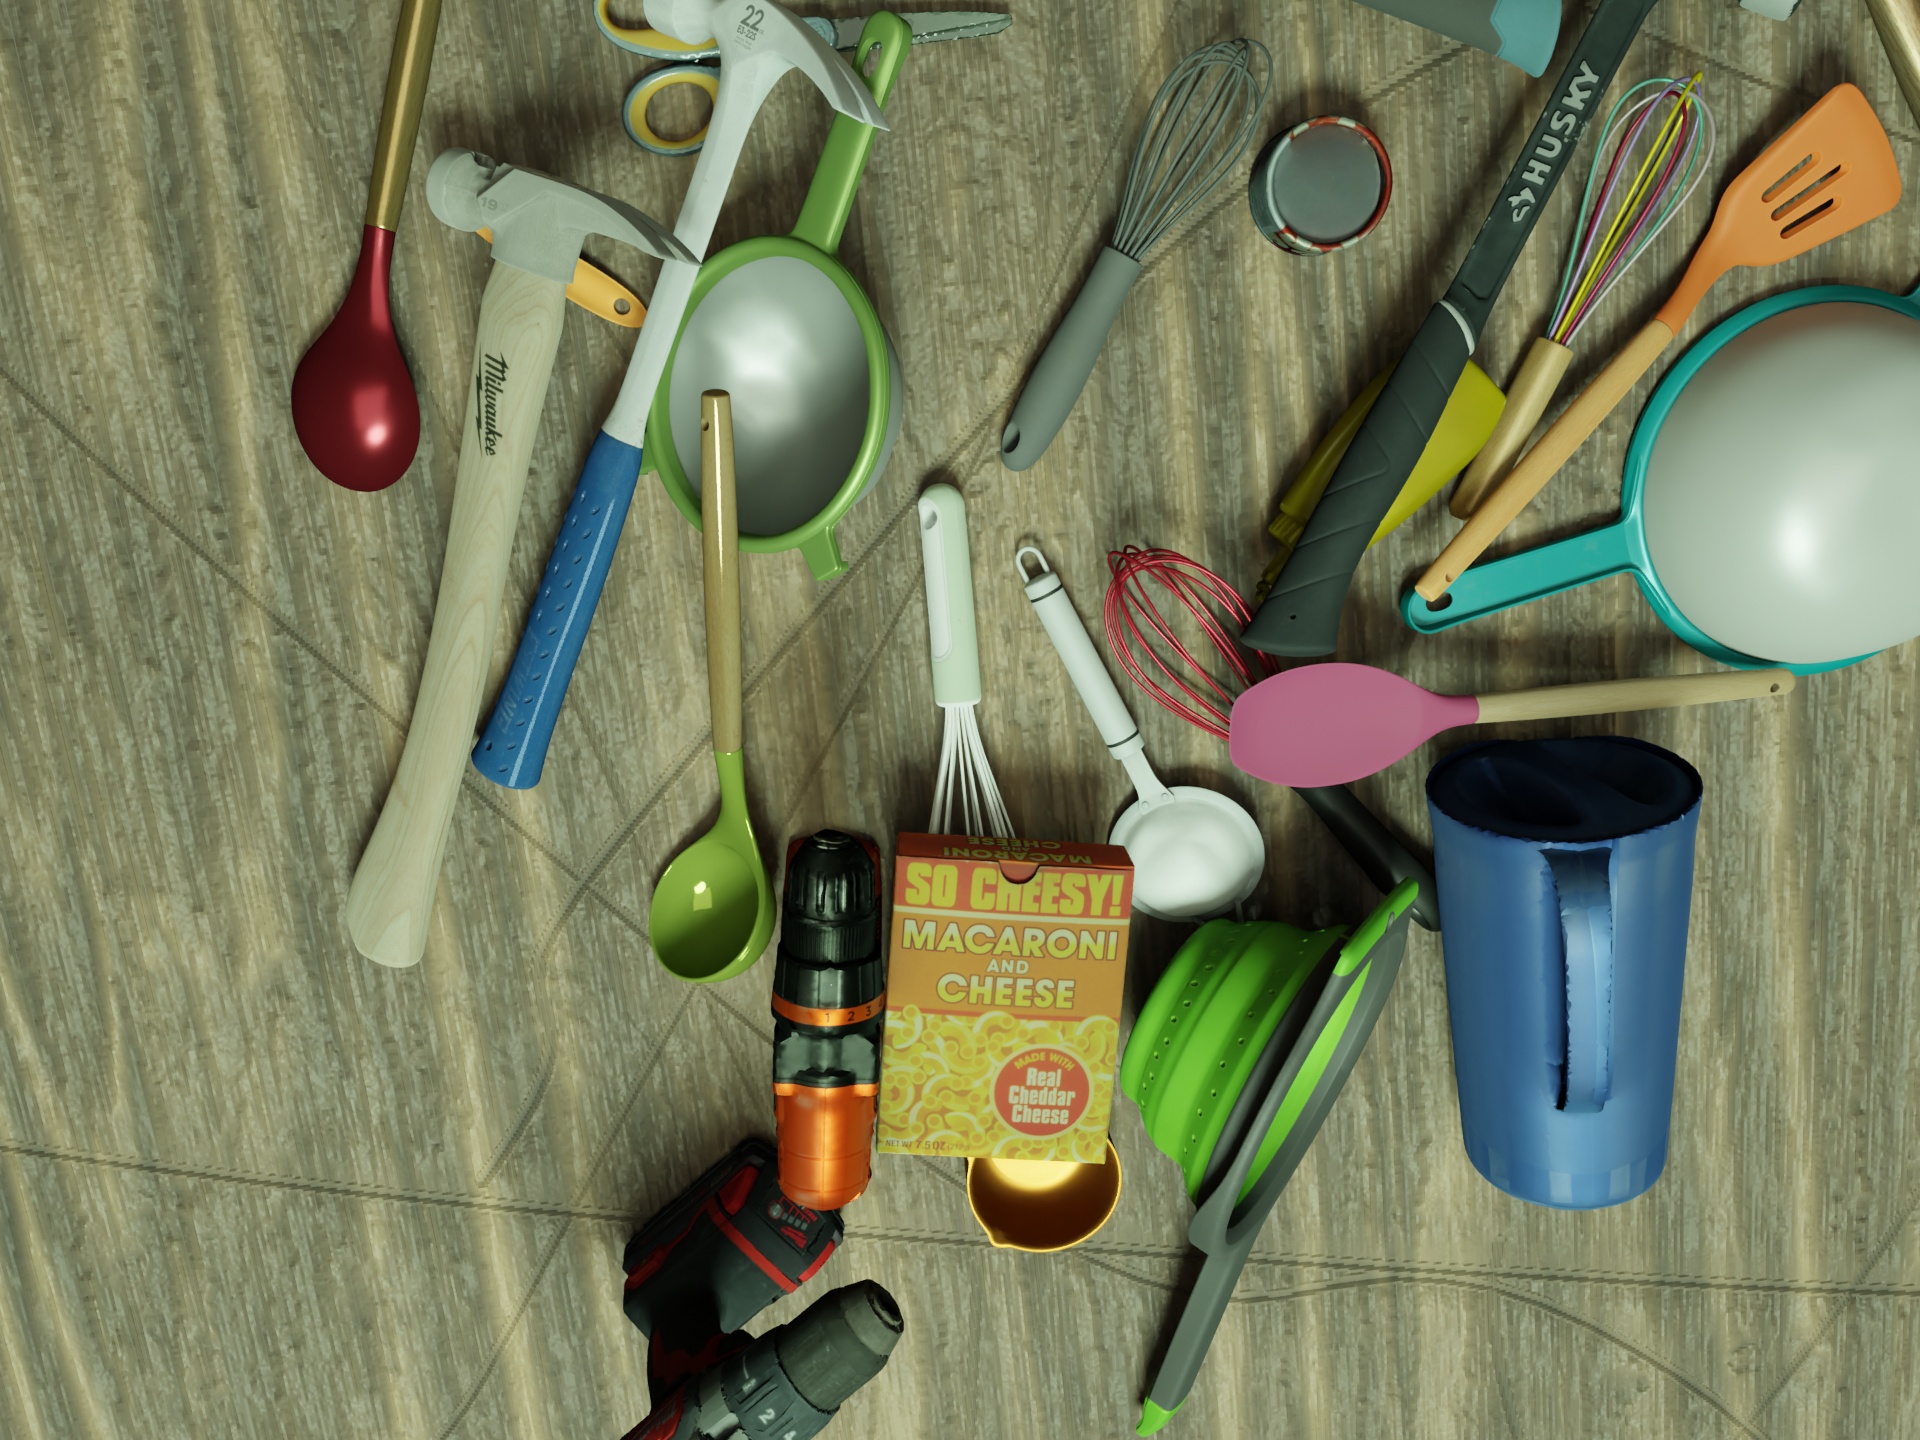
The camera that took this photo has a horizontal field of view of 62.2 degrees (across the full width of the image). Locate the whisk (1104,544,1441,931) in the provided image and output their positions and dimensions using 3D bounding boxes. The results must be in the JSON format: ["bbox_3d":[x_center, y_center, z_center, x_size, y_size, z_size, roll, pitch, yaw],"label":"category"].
[{"bbox_3d":[0.176,0.016,0.859,0.073,0.073,0.295,-42,107,6],"label":"whisk"}]

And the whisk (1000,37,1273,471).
[{"bbox_3d":[0.084,-0.231,0.800,0.055,0.055,0.239,27,105,-9],"label":"whisk"}]

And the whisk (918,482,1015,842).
[{"bbox_3d":[-0.001,-0.003,0.849,0.059,0.058,0.246,-12,102,-37],"label":"whisk"}]

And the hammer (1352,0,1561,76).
[{"bbox_3d":[0.125,-0.381,0.745,0.331,0.033,0.128,22,103,2],"label":"hammer"}]

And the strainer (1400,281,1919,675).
[{"bbox_3d":[0.404,-0.099,0.825,0.340,0.095,0.211,-17,104,-1],"label":"strainer"}]

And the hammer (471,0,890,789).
[{"bbox_3d":[-0.158,-0.146,0.775,0.144,0.035,0.405,34,111,28],"label":"hammer"}]

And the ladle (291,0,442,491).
[{"bbox_3d":[-0.275,-0.265,0.773,0.069,0.031,0.315,15,102,2],"label":"ladle"}]

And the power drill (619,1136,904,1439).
[{"bbox_3d":[-0.109,0.310,0.822,0.188,0.227,0.080,-41,103,7],"label":"power drill"}]

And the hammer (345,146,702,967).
[{"bbox_3d":[-0.237,-0.059,0.788,0.146,0.038,0.410,25,108,24],"label":"hammer"}]

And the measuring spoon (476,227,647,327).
[{"bbox_3d":[-0.208,-0.232,0.799,0.117,0.011,0.021,30,110,-13],"label":"measuring spoon"}]

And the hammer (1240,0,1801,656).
[{"bbox_3d":[0.247,-0.213,0.776,0.149,0.036,0.409,29,96,14],"label":"hammer"}]

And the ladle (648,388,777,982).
[{"bbox_3d":[-0.126,-0.006,0.792,0.062,0.078,0.320,-25,130,-40],"label":"ladle"}]

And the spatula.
[{"bbox_3d":[0.350,-0.182,0.815,0.322,0.041,0.081,-48,121,-1],"label":"spatula"}]

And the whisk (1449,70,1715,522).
[{"bbox_3d":[0.316,-0.215,0.820,0.051,0.047,0.245,22,104,-10],"label":"whisk"}]

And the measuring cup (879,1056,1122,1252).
[{"bbox_3d":[0.011,0.228,0.902,0.173,0.052,0.095,35,99,-9],"label":"measuring cup"}]

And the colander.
[{"bbox_3d":[0.132,0.244,0.890,0.094,0.204,0.396,28,121,24],"label":"colander"}]

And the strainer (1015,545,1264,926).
[{"bbox_3d":[0.092,0.021,0.864,0.087,0.050,0.258,-25,101,17],"label":"strainer"}]

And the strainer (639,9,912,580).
[{"bbox_3d":[-0.062,-0.204,0.770,0.152,0.069,0.256,30,108,28],"label":"strainer"}]

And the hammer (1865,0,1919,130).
[{"bbox_3d":[0.478,-0.350,0.802,0.130,0.031,0.331,-33,103,4],"label":"hammer"}]

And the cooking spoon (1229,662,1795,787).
[{"bbox_3d":[0.293,-0.008,0.835,0.319,0.017,0.068,-5,112,-9],"label":"cooking spoon"}]
